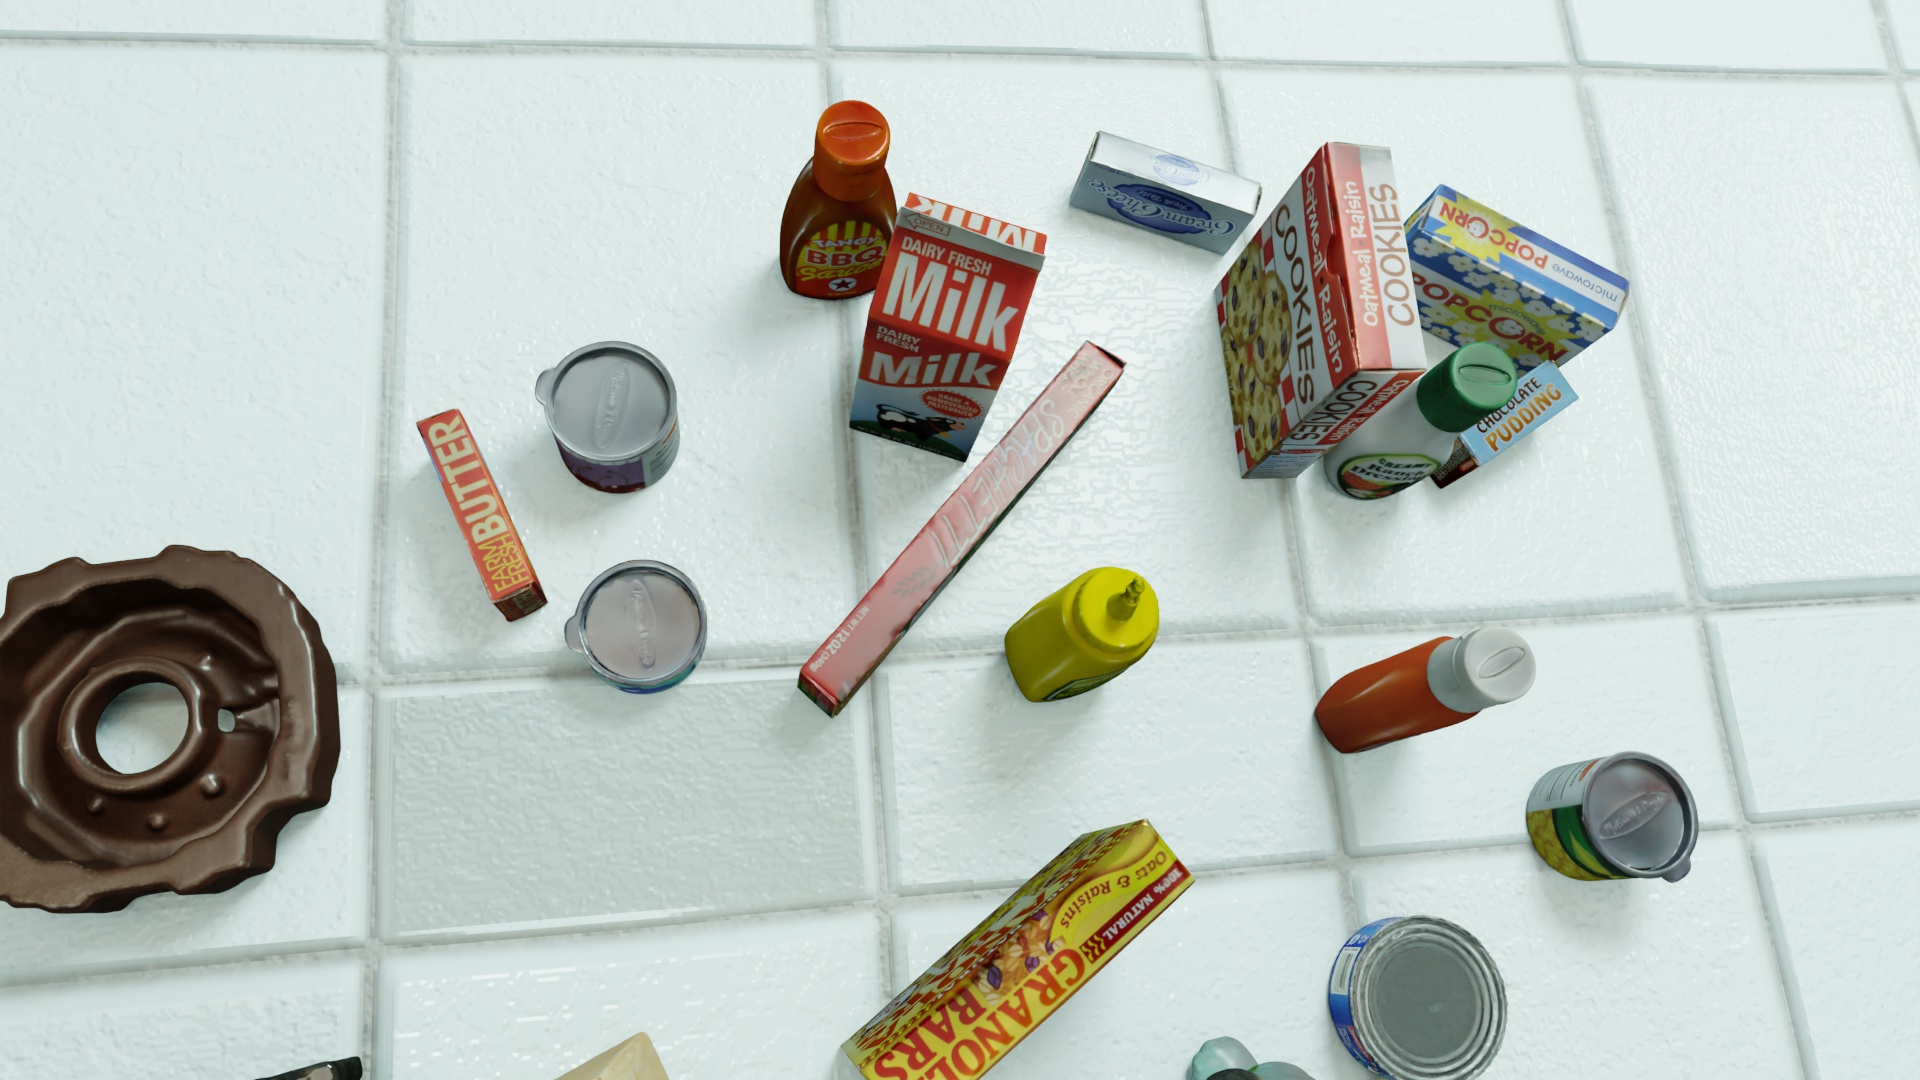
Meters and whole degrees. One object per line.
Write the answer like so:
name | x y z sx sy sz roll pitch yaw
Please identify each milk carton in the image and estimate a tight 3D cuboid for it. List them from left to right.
milk carton | -0.008 -0.111 0.705 0.072 0.190 0.073 17 73 -4

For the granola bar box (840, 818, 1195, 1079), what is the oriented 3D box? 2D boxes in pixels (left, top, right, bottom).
granola bar box | 0.023 0.202 0.654 0.166 0.124 0.039 -37 83 -17

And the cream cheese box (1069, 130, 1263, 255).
cream cheese box | 0.121 -0.206 0.825 0.104 0.053 0.024 17 73 -4

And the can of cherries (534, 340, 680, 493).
can of cherries | -0.184 -0.065 0.733 0.071 0.058 0.071 2 74 -8

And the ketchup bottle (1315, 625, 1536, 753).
ketchup bottle | 0.238 0.075 0.713 0.065 0.148 0.043 -27 80 -15

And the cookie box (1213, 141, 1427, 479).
cookie box | 0.188 -0.117 0.751 0.040 0.167 0.123 -2 75 -10

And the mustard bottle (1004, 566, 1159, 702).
mustard bottle | 0.065 0.044 0.688 0.065 0.159 0.049 -18 78 -13

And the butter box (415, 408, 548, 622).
butter box | -0.244 -0.012 0.711 0.024 0.053 0.103 -24 79 -15

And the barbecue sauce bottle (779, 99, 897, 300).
barbecue sauce bottle | -0.062 -0.178 0.738 0.065 0.148 0.044 -7 76 -11

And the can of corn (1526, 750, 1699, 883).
can of corn | 0.354 0.153 0.756 0.071 0.058 0.071 2 74 -8

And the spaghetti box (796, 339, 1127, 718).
spaghetti box | 0.003 -0.009 0.751 0.029 0.050 0.251 39 72 3

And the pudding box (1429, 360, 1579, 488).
pudding box | 0.315 -0.068 0.819 0.084 0.049 0.030 -32 81 -16

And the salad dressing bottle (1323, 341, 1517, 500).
salad dressing bottle | 0.247 -0.063 0.755 0.064 0.147 0.044 8 73 -7

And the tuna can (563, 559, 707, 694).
tuna can | -0.166 0.046 0.717 0.071 0.032 0.071 2 74 -8

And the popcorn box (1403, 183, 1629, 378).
popcorn box | 0.313 -0.149 0.823 0.127 0.085 0.038 27 72 -1
